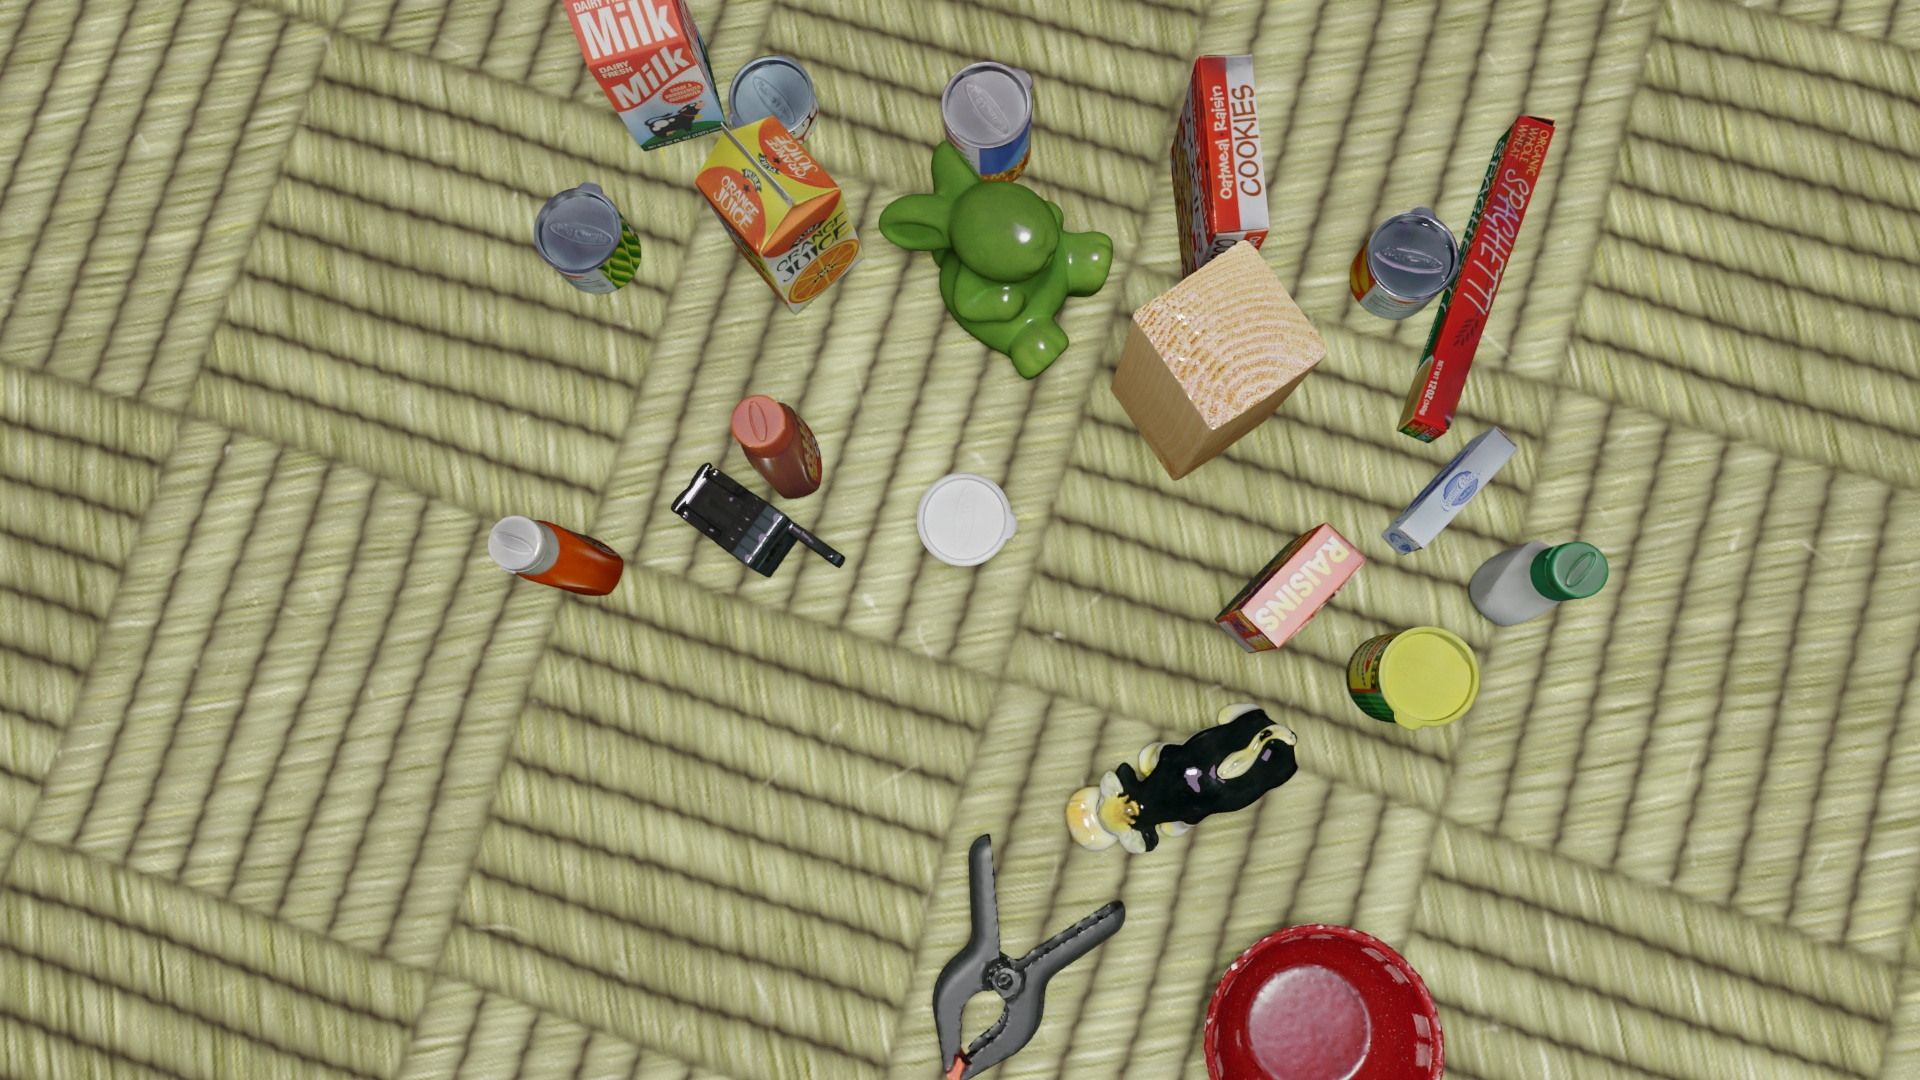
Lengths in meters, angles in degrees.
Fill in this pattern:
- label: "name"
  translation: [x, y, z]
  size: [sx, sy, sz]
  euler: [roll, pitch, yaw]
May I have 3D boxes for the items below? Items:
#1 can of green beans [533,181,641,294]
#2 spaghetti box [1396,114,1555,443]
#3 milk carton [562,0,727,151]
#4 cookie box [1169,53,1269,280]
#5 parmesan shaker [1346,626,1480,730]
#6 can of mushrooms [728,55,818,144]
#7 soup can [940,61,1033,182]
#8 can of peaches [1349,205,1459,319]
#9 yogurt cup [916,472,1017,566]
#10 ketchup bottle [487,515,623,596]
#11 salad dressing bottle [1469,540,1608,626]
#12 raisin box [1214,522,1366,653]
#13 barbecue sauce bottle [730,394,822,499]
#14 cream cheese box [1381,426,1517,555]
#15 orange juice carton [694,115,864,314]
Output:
- label: "can of green beans"
  translation: [-0.282, -0.227, 1.057]
  size: [0.071, 0.058, 0.071]
  euler: [0, 83, 2]
- label: "spaghetti box"
  translation: [0.382, -0.194, 1.029]
  size: [0.029, 0.050, 0.250]
  euler: [21, 84, 5]
- label: "milk carton"
  translation: [-0.229, -0.359, 1.004]
  size: [0.072, 0.190, 0.073]
  euler: [-16, 83, 1]
- label: "cookie box"
  translation: [0.180, -0.250, 0.985]
  size: [0.040, 0.167, 0.123]
  euler: [-5, 83, 2]
- label: "parmesan shaker"
  translation: [0.311, 0.098, 0.968]
  size: [0.071, 0.103, 0.071]
  euler: [0, 83, 2]
- label: "can of mushrooms"
  translation: [-0.146, -0.337, 1.077]
  size: [0.071, 0.033, 0.071]
  euler: [0, 83, 2]
- label: "soup can"
  translation: [0.023, -0.311, 1.042]
  size: [0.071, 0.083, 0.071]
  euler: [0, 83, 2]
- label: "can of peaches"
  translation: [0.328, -0.204, 1.029]
  size: [0.071, 0.058, 0.071]
  euler: [0, 83, 2]
- label: "yogurt cup"
  translation: [0.004, -0.013, 1.020]
  size: [0.072, 0.054, 0.072]
  euler: [0, 83, 2]
- label: "ketchup bottle"
  translation: [-0.289, 0.011, 0.981]
  size: [0.065, 0.148, 0.043]
  euler: [21, 85, 5]
- label: "salad dressing bottle"
  translation: [0.395, 0.027, 0.952]
  size: [0.044, 0.147, 0.064]
  euler: [40, 87, 6]
- label: "raisin box"
  translation: [0.227, 0.036, 0.969]
  size: [0.086, 0.123, 0.040]
  euler: [-44, 84, -3]
- label: "barbecue sauce bottle"
  translation: [-0.131, -0.070, 0.985]
  size: [0.044, 0.148, 0.065]
  euler: [-15, 83, 1]
- label: "cream cheese box"
  translation: [0.354, -0.034, 1.008]
  size: [0.024, 0.053, 0.104]
  euler: [44, 87, 6]
- label: "orange juice carton"
  translation: [-0.127, -0.233, 0.983]
  size: [0.073, 0.192, 0.072]
  euler: [-41, 83, -2]
